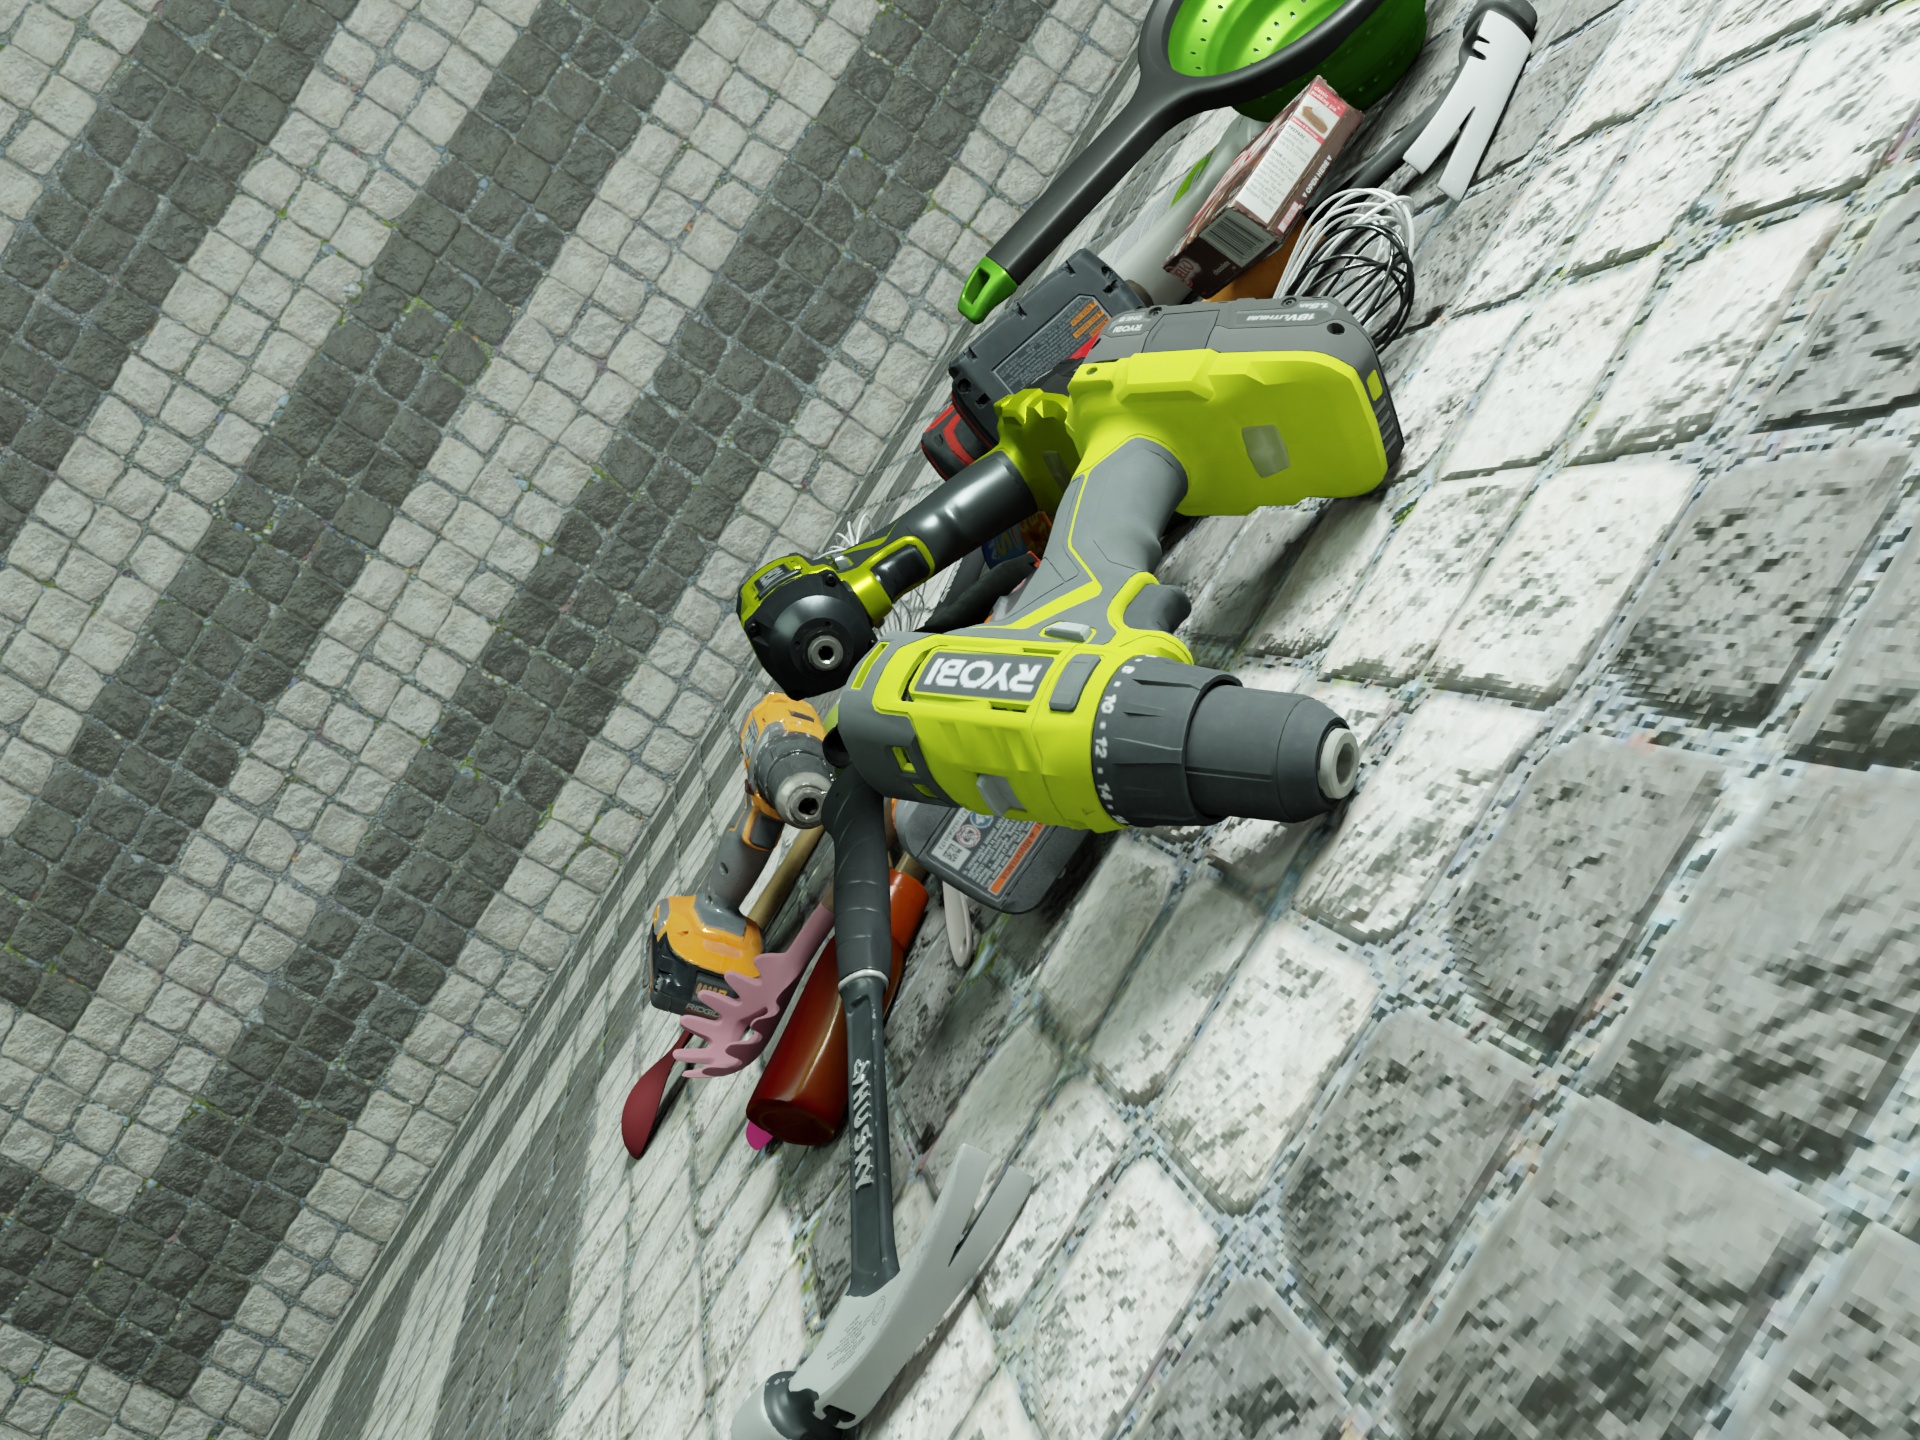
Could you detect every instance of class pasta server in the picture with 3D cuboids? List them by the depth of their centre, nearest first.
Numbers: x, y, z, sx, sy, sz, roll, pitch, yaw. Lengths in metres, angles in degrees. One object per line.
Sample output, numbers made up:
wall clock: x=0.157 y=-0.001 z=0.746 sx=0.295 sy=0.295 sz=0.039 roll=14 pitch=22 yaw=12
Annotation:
pasta server: x=-0.068 y=0.088 z=0.954 sx=0.316 sy=0.040 sz=0.060 roll=-55 pitch=34 yaw=7

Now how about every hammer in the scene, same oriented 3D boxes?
hammer: x=-0.042 y=0.128 z=0.727 sx=0.149 sy=0.036 sz=0.409 roll=-52 pitch=20 yaw=20
hammer: x=0.187 y=-0.263 z=0.900 sx=0.127 sy=0.034 sz=0.337 roll=-62 pitch=12 yaw=-24
hammer: x=0.013 y=-0.145 z=1.290 sx=0.146 sy=0.035 sz=0.335 roll=-41 pitch=19 yaw=39

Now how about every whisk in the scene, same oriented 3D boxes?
whisk: x=0.144 y=-0.155 z=0.780 sx=0.239 sy=0.055 sz=0.055 roll=-48 pitch=15 yaw=55
whisk: x=0.150 y=-0.177 z=0.824 sx=0.059 sy=0.058 sz=0.246 roll=-23 pitch=-18 yaw=-40
whisk: x=-0.045 y=-0.045 z=1.028 sx=0.070 sy=0.070 sz=0.284 roll=-62 pitch=-15 yaw=-17

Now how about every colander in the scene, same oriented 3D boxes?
colander: x=0.161 y=-0.376 z=0.990 sx=0.397 sy=0.094 sz=0.205 roll=-45 pitch=38 yaw=7

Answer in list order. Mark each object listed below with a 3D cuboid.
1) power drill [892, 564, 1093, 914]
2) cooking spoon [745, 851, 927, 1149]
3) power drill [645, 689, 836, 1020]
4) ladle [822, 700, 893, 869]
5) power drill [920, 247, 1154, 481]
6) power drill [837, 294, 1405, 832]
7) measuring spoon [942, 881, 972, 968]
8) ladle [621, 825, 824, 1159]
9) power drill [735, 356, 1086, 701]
power drill: x=0.034 y=-0.011 z=0.776 sx=0.164 sy=0.084 sz=0.226 roll=-56 pitch=8 yaw=9
cooking spoon: x=-0.039 y=0.105 z=0.922 sx=0.319 sy=0.017 sz=0.069 roll=-60 pitch=18 yaw=-7
power drill: x=-0.148 y=0.103 z=1.127 sx=0.226 sy=0.084 sz=0.185 roll=-67 pitch=18 yaw=10
ladle: x=-0.057 y=0.056 z=1.098 sx=0.078 sy=0.062 sz=0.320 roll=-53 pitch=19 yaw=12
power drill: x=0.064 y=-0.227 z=1.011 sx=0.188 sy=0.080 sz=0.227 roll=-41 pitch=6 yaw=-2
power drill: x=0.080 y=-0.055 z=0.594 sx=0.191 sy=0.080 sz=0.229 roll=6 pitch=53 yaw=37
measuring spoon: x=0.003 y=0.090 z=0.813 sx=0.124 sy=0.018 sz=0.034 roll=-100 pitch=30 yaw=-63
ladle: x=-0.185 y=0.200 z=1.264 sx=0.315 sy=0.031 sz=0.069 roll=-59 pitch=12 yaw=-13
power drill: x=-0.007 y=-0.091 z=0.800 sx=0.223 sy=0.080 sz=0.171 roll=-33 pitch=16 yaw=-4
